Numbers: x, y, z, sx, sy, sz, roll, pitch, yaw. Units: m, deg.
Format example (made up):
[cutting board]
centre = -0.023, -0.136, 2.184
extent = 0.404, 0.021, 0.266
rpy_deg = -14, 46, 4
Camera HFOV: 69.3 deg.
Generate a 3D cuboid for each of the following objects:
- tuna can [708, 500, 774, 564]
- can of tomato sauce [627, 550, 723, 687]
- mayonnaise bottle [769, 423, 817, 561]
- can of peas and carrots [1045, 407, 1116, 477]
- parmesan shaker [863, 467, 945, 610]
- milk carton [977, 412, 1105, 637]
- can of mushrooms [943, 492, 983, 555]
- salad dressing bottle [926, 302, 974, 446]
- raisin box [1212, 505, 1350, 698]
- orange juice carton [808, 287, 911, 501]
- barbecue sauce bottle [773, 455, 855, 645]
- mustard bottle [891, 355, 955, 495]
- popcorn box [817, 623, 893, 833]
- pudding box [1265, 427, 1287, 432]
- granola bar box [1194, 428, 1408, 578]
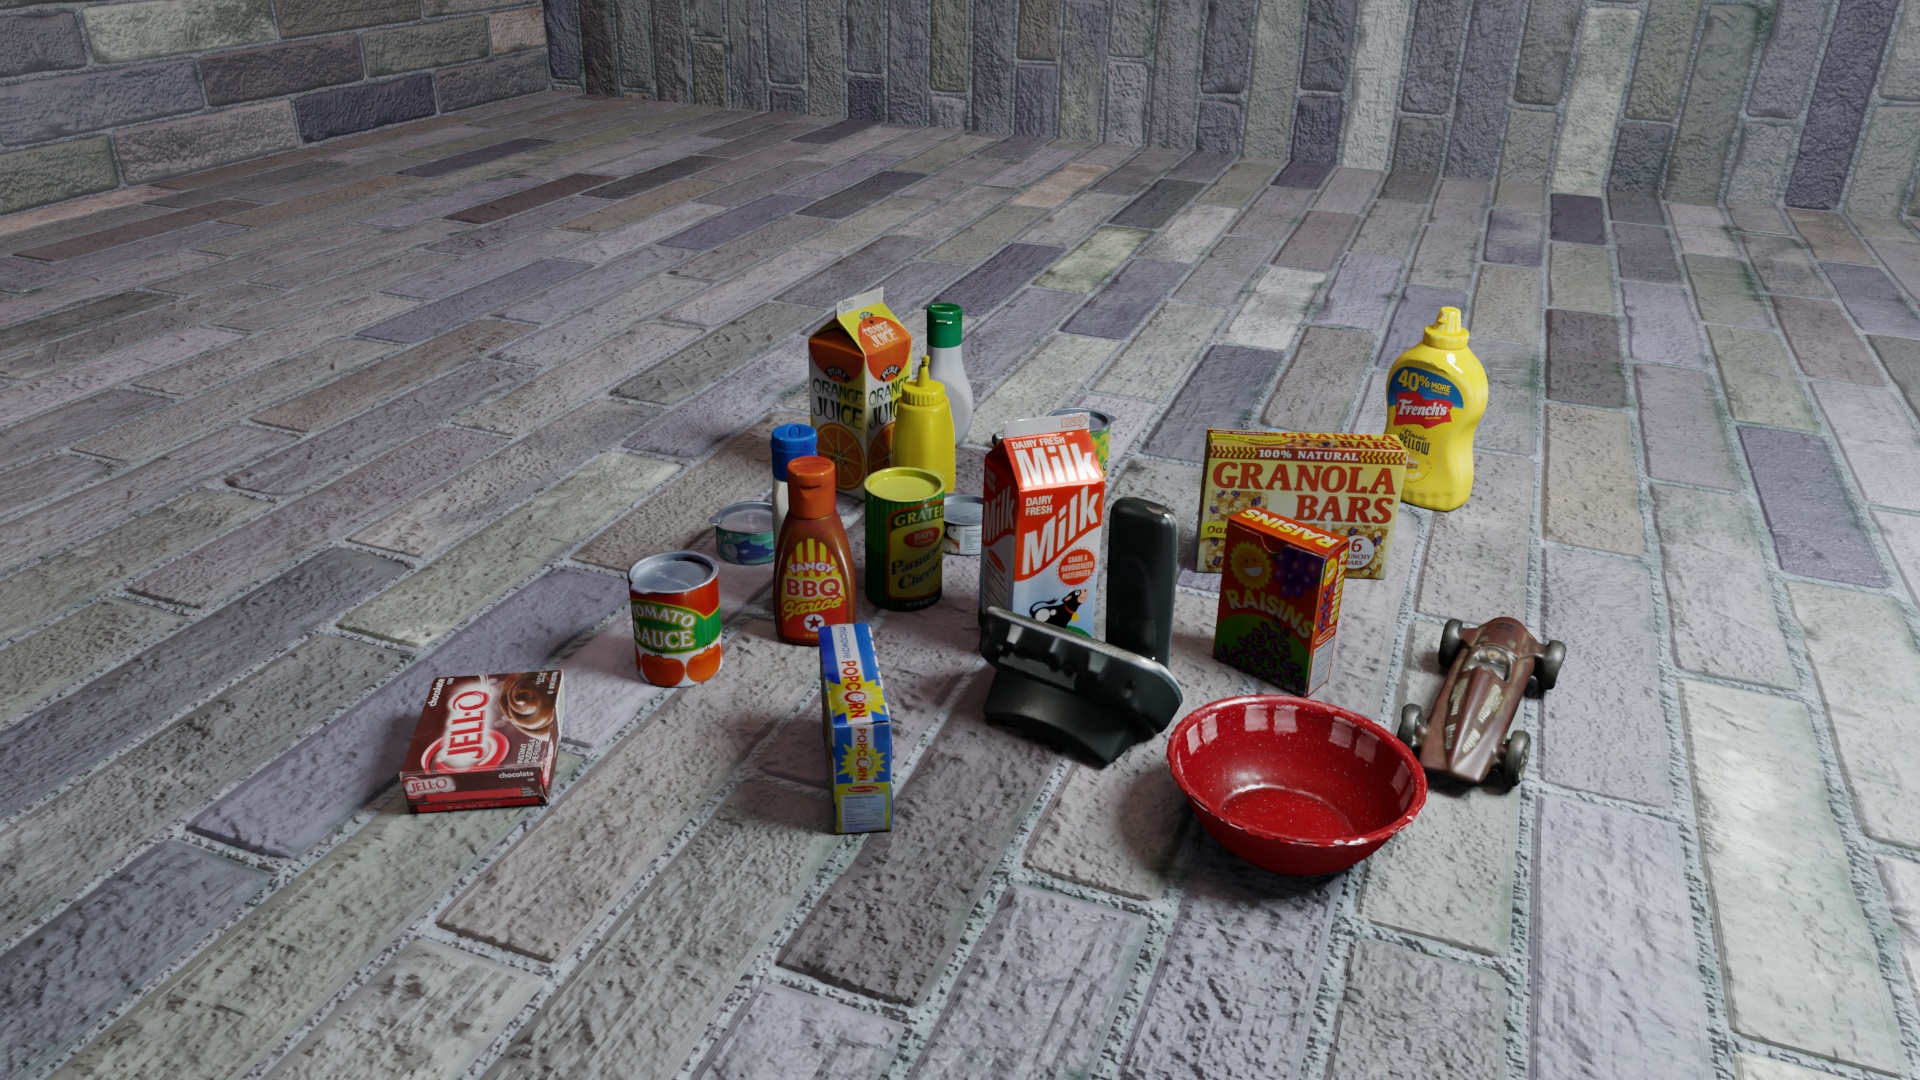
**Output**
[tuna can]
centre = -0.187, -0.007, 1.233
extent = 0.071, 0.032, 0.071
rpy_deg = 1, 27, 0
[can of tomato sauce]
centre = -0.214, 0.060, 1.044
extent = 0.071, 0.082, 0.071
rpy_deg = 1, 26, 0
[mayonnaise bottle]
centre = -0.133, -0.021, 1.136
extent = 0.041, 0.147, 0.065
rpy_deg = -2, 27, -6
[can of peas and carrots]
centre = 0.120, -0.096, 1.396
extent = 0.071, 0.058, 0.071
rpy_deg = 1, 27, 0
[parmesan shaker]
centre = -0.044, -0.002, 1.152
extent = 0.071, 0.102, 0.071
rpy_deg = 1, 26, 0
[milk carton]
centre = 0.062, -0.007, 1.071
extent = 0.072, 0.189, 0.074
rpy_deg = -8, 28, -18
[can of mushrooms]
centre = 0.004, -0.016, 1.260
extent = 0.071, 0.033, 0.071
rpy_deg = 1, 27, 0
[salad dressing bottle]
centre = -0.017, -0.171, 1.440
extent = 0.064, 0.147, 0.044
rpy_deg = 6, 27, 8
[raisin box]
centre = 0.240, 0.045, 1.050
extent = 0.086, 0.122, 0.040
rpy_deg = 24, 34, 38
[orange juice carton]
centre = -0.095, -0.143, 1.332
extent = 0.073, 0.191, 0.072
rpy_deg = 19, 31, 31
[barbecue sauce bottle]
centre = -0.114, 0.009, 1.078
extent = 0.065, 0.147, 0.044
rpy_deg = 0, 26, -2
[mustard bottle]
centre = -0.034, -0.096, 1.277
extent = 0.049, 0.159, 0.065
rpy_deg = 13, 29, 23
[popcorn box]
centre = -0.071, 0.122, 0.925
extent = 0.038, 0.084, 0.127
rpy_deg = -3, 27, -9
[pudding box]
centre = 0.298, -0.076, 1.375
extent = 0.030, 0.049, 0.084
rpy_deg = 21, 33, 35
[granola bar box]
centre = 0.292, -0.032, 1.205
extent = 0.166, 0.123, 0.039
rpy_deg = 2, 26, 2
